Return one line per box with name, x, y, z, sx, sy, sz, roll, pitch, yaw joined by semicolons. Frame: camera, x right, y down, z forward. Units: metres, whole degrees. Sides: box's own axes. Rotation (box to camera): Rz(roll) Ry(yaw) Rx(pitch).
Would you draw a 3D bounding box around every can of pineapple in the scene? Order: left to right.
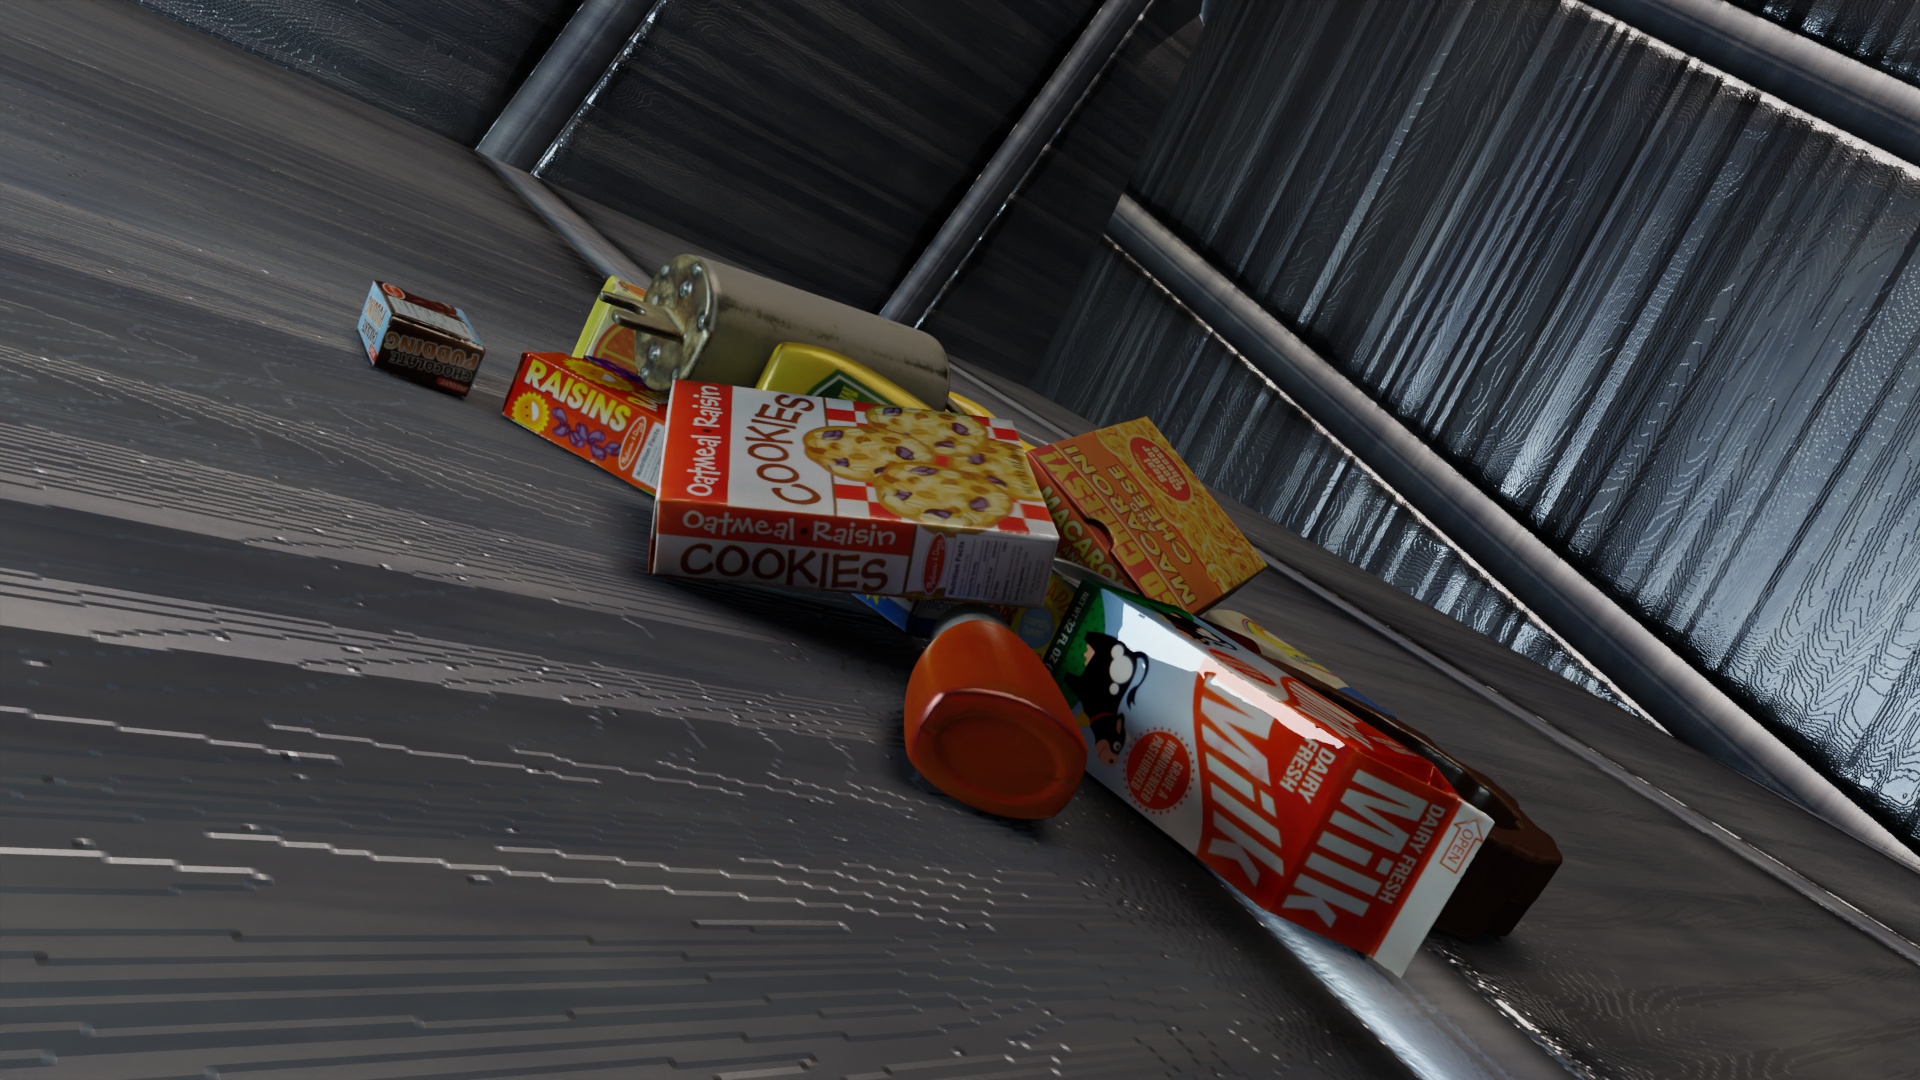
can of pineapple;0.058;0.047;0.694;0.071;0.057;0.071;25;9;-4

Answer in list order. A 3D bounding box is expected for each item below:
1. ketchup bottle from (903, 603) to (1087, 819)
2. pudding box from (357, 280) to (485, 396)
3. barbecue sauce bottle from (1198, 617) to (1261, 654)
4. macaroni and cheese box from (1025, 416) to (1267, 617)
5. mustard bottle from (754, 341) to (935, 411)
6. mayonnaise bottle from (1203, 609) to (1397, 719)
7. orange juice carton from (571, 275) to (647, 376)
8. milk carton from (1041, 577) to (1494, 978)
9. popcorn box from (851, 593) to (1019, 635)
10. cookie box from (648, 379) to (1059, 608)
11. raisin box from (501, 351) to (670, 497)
ketchup bottle;0.009;0.059;0.546;0.065;0.043;0.149;23;9;-8
pudding box;-0.280;-0.106;0.720;0.049;0.030;0.084;18;12;-33
barbecue sauce bottle;0.107;0.052;0.842;0.148;0.043;0.065;24;6;-9
macaroni and cheese box;0.101;-0.007;0.805;0.124;0.040;0.167;52;30;10
mustard bottle;-0.032;-0.046;0.720;0.160;0.065;0.049;25;2;-12
mayonnaise bottle;0.222;0.095;0.918;0.065;0.041;0.148;21;10;-40
orange juice carton;-0.142;-0.090;0.869;0.193;0.073;0.072;23;9;-21
milk carton;0.120;0.092;0.570;0.073;0.072;0.191;17;13;-46
popcorn box;-0.013;0.018;0.731;0.085;0.038;0.127;31;11;35
cookie box;-0.051;-0.022;0.624;0.168;0.040;0.123;6;28;-11
raisin box;-0.163;-0.056;0.730;0.123;0.040;0.086;27;10;11
